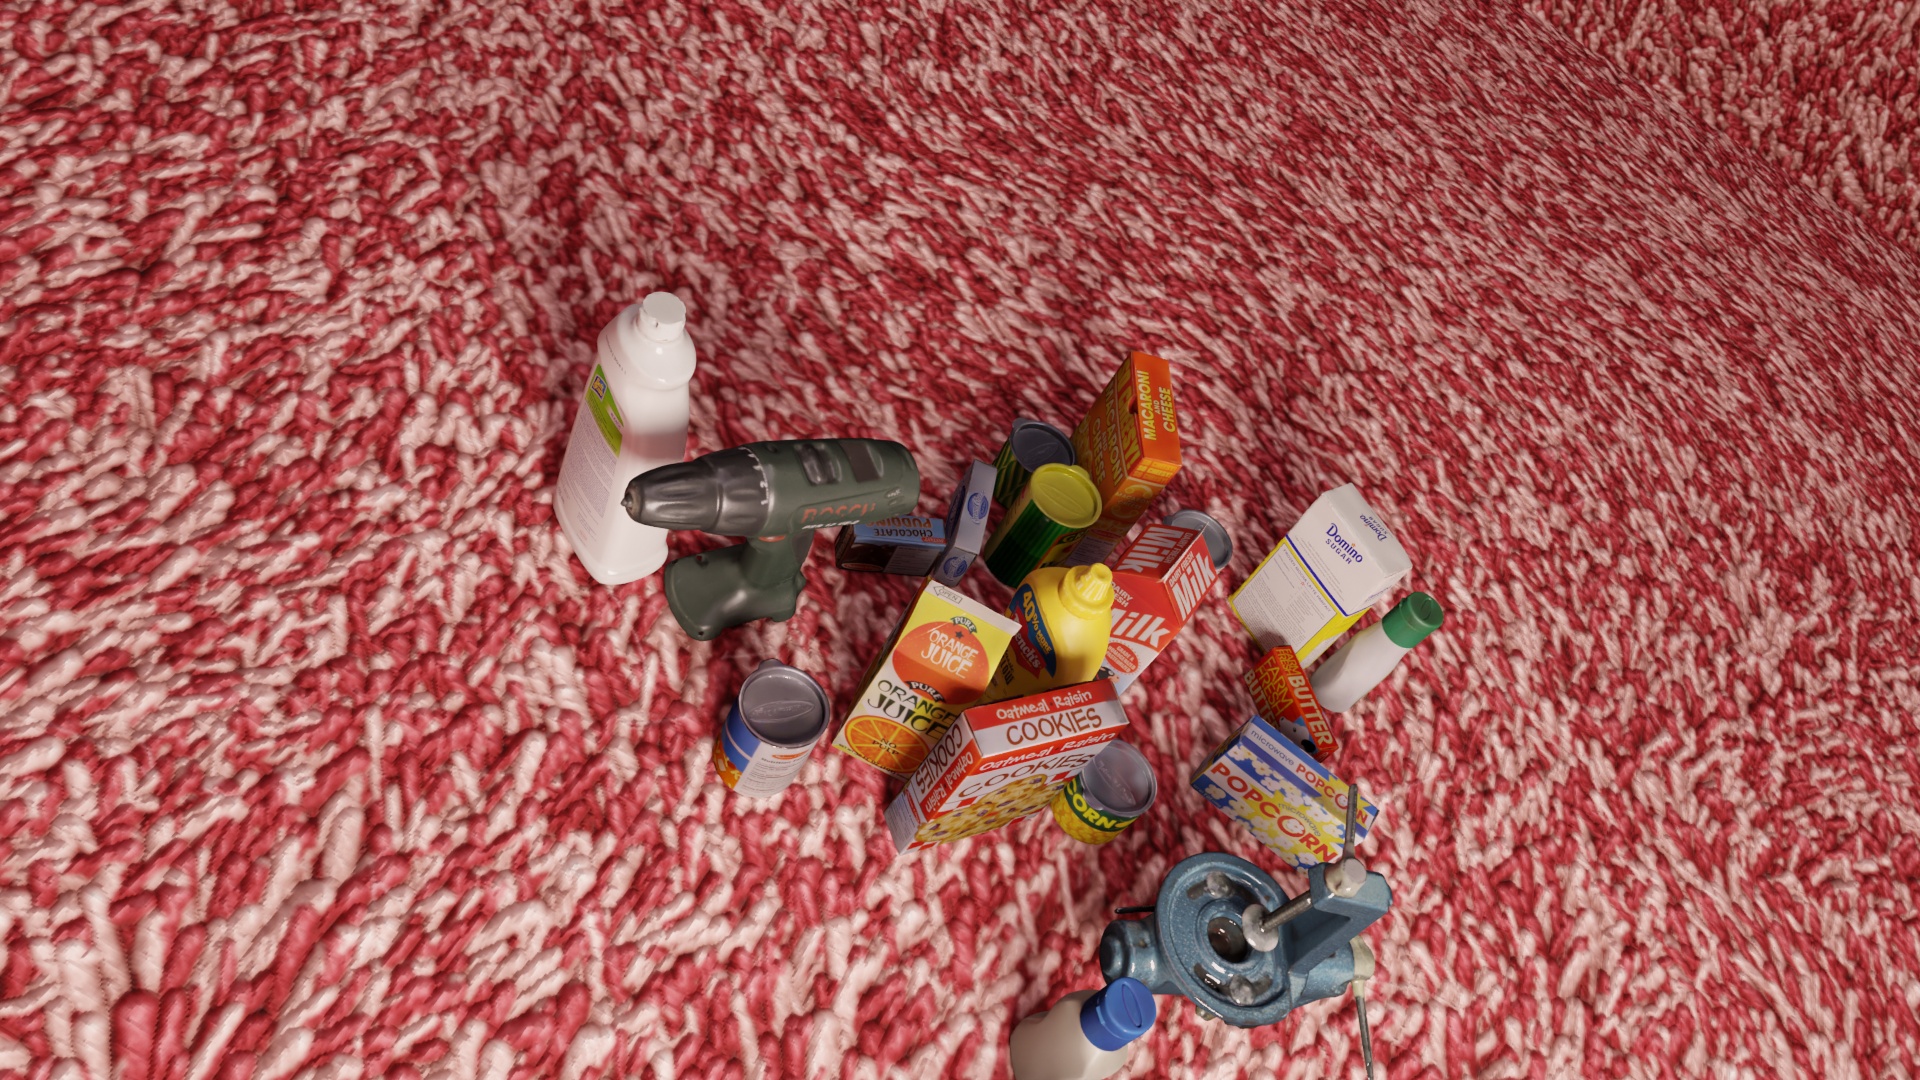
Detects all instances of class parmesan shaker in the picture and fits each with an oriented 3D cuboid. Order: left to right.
[{"bbox_3d":[0.071,-0.011,1.196,0.071,0.102,0.071,13,51,-17],"label":"parmesan shaker"}]

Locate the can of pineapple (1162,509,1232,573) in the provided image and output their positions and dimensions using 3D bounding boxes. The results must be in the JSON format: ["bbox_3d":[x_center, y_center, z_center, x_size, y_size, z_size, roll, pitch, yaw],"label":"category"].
[{"bbox_3d":[0.205,0.013,1.272,0.071,0.057,0.071,13,51,-17],"label":"can of pineapple"}]

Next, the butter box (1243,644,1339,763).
[{"bbox_3d":[0.287,0.148,1.213,0.024,0.052,0.104,-2,57,-27],"label":"butter box"}]

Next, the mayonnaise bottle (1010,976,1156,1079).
[{"bbox_3d":[0.080,0.328,0.914,0.041,0.147,0.065,-2,57,-27],"label":"mayonnaise bottle"}]

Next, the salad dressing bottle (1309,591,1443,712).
[{"bbox_3d":[0.366,0.098,1.225,0.044,0.146,0.064,36,48,3],"label":"salad dressing bottle"}]

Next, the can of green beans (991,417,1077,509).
[{"bbox_3d":[0.064,-0.066,1.264,0.071,0.057,0.071,13,51,-17],"label":"can of green beans"}]

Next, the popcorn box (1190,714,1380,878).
[{"bbox_3d":[0.262,0.209,1.133,0.127,0.084,0.038,38,48,5],"label":"popcorn box"}]

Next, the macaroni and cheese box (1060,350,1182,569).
[{"bbox_3d":[0.133,-0.067,1.225,0.040,0.165,0.124,13,51,-17],"label":"macaroni and cheese box"}]

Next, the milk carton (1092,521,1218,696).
[{"bbox_3d":[0.140,0.056,1.120,0.073,0.189,0.073,39,49,6],"label":"milk carton"}]

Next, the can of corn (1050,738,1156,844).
[{"bbox_3d":[0.109,0.198,1.086,0.071,0.058,0.071,13,51,-17],"label":"can of corn"}]

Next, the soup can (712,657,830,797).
[{"bbox_3d":[-0.138,0.135,0.997,0.071,0.083,0.072,13,51,-17],"label":"soup can"}]

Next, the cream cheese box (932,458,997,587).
[{"bbox_3d":[0.004,-0.015,1.199,0.024,0.053,0.104,22,49,-10],"label":"cream cheese box"}]

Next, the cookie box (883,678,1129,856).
[{"bbox_3d":[0.030,0.163,1.001,0.123,0.166,0.040,-9,60,-31],"label":"cookie box"}]

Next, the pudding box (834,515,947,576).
[{"bbox_3d":[-0.058,0.003,1.158,0.084,0.049,0.030,5,54,-22],"label":"pudding box"}]

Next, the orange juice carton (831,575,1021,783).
[{"bbox_3d":[-0.023,0.095,1.010,0.072,0.191,0.073,28,48,-4],"label":"orange juice carton"}]
